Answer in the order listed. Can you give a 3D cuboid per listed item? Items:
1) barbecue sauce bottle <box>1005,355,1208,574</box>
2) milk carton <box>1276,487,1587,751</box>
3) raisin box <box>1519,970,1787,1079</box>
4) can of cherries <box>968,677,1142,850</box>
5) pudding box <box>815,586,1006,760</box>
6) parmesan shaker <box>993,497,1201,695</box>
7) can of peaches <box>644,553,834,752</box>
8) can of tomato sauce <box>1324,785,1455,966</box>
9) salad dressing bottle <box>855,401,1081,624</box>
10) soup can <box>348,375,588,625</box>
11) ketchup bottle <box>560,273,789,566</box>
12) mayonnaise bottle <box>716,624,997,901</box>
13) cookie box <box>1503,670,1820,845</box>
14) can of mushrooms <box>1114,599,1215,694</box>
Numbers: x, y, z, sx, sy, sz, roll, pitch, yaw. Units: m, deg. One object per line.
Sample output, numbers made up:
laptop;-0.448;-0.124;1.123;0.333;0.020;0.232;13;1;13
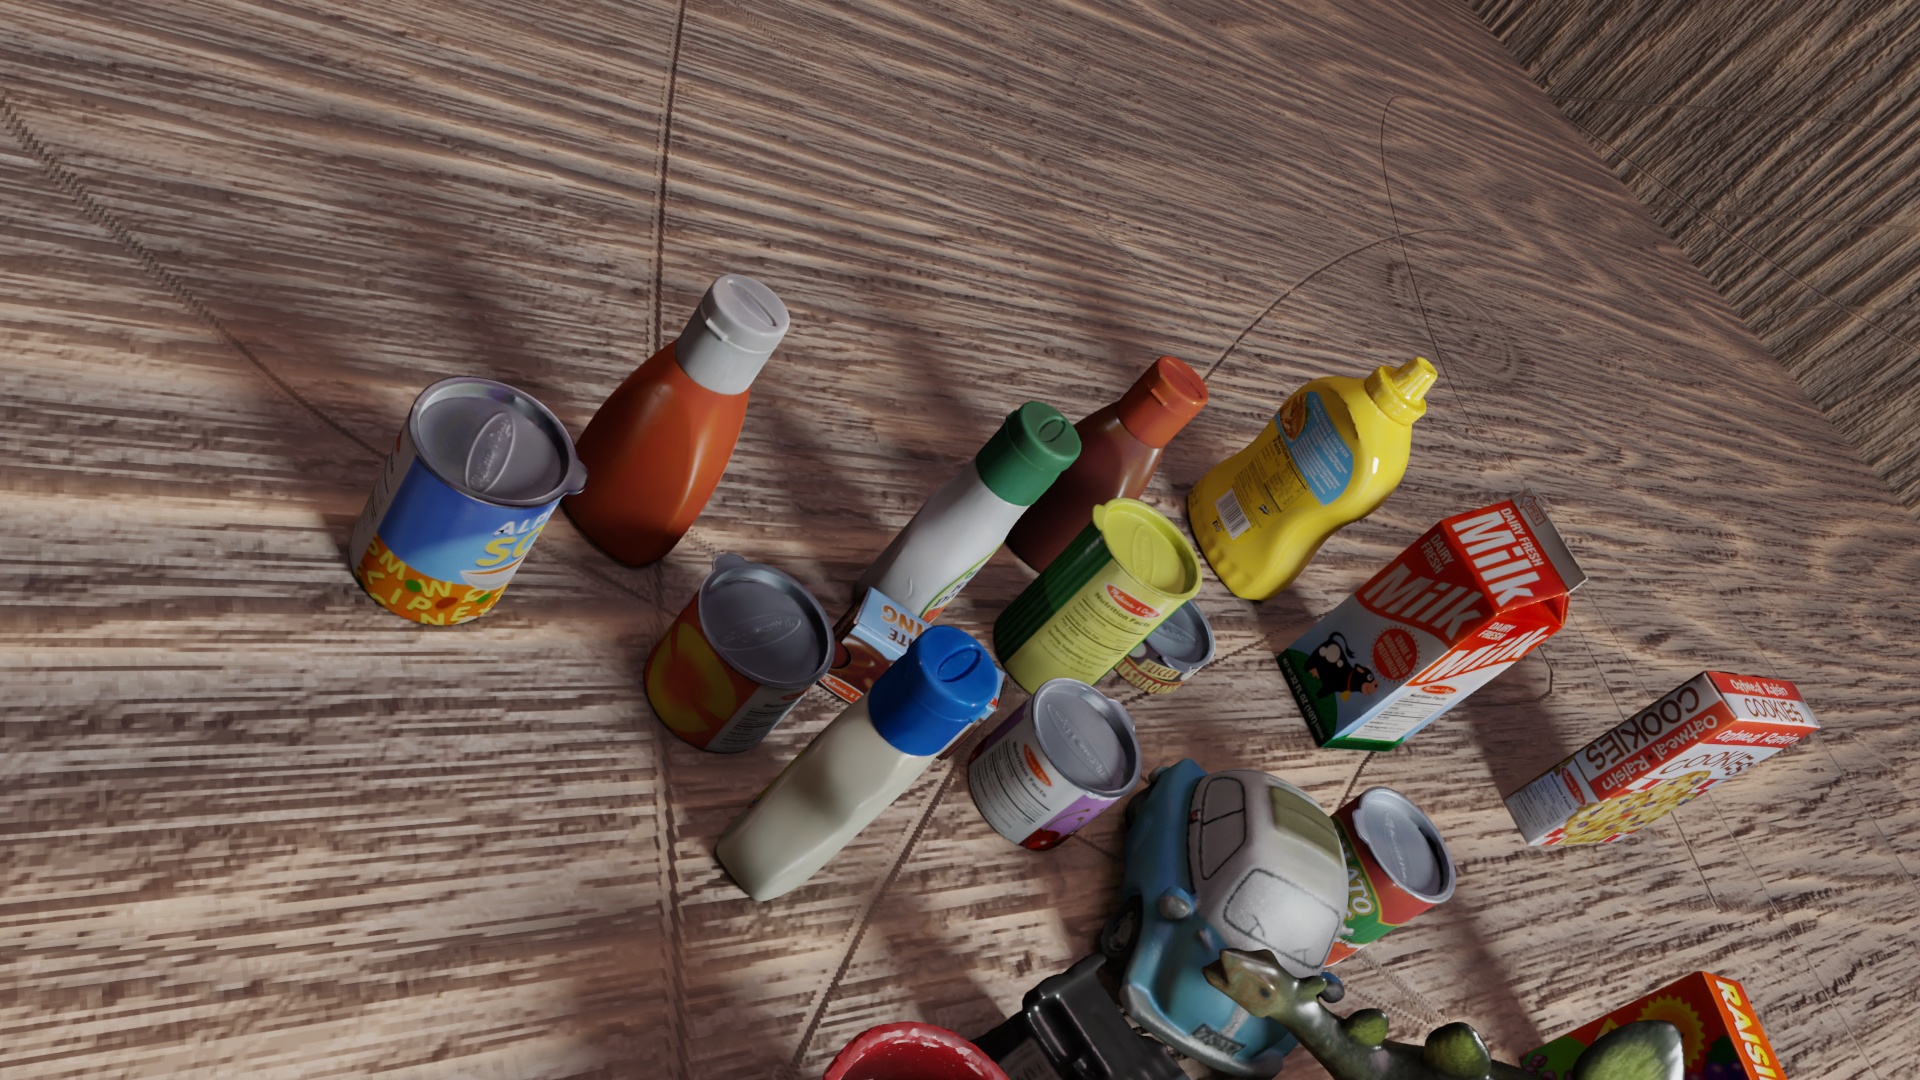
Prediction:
barbecue sauce bottle;0.082;-0.044;0.799;0.065;0.147;0.044;51;37;11
milk carton;0.296;0.052;0.861;0.073;0.189;0.072;10;47;-36
raisin box;0.371;0.296;0.739;0.040;0.122;0.086;22;41;-25
can of cherries;0.048;0.111;0.688;0.071;0.058;0.072;25;40;-22
pudding box;-0.026;0.065;0.674;0.083;0.049;0.030;33;37;-12
parmesan shaker;0.070;0.032;0.749;0.071;0.102;0.072;25;40;-22
can of peaches;-0.099;0.050;0.615;0.071;0.057;0.071;25;40;-22
can of tomato sauce;0.208;0.180;0.741;0.071;0.082;0.071;25;40;-22
salad dressing bottle;0.002;-0.009;0.692;0.044;0.147;0.064;44;36;2
soup can;-0.201;-0.013;0.566;0.071;0.083;0.072;25;40;-22
ketchup bottle;-0.127;-0.054;0.620;0.065;0.148;0.044;46;36;5
mayonnaise bottle;-0.040;0.089;0.555;0.041;0.147;0.065;48;37;8
cookie box;0.474;0.150;0.944;0.123;0.166;0.040;8;48;-37
can of mushrooms;0.115;0.058;0.823;0.071;0.033;0.071;25;40;-22
